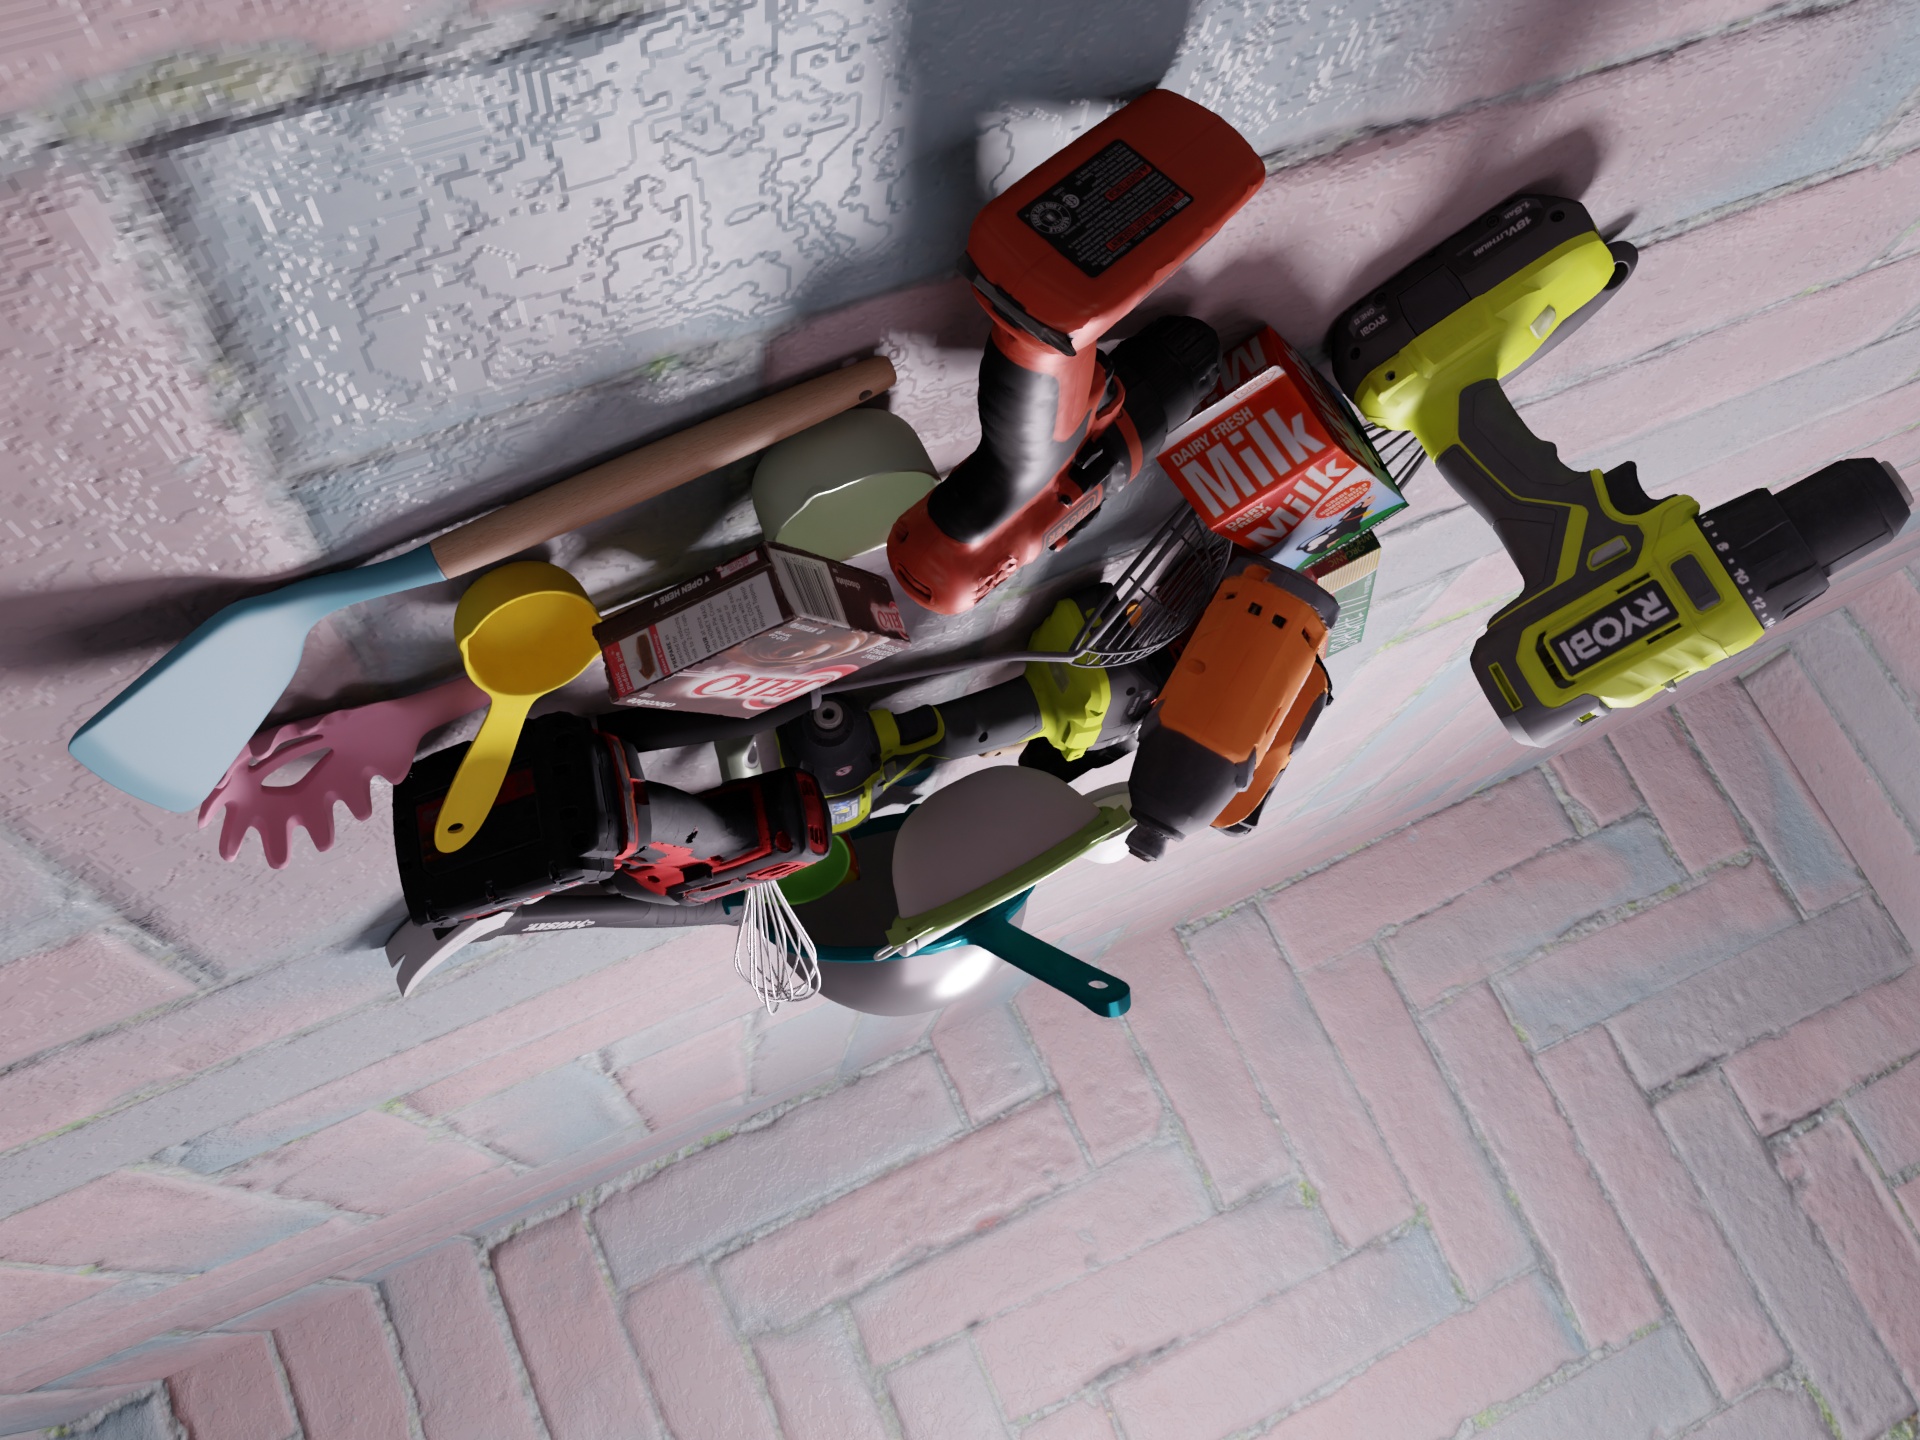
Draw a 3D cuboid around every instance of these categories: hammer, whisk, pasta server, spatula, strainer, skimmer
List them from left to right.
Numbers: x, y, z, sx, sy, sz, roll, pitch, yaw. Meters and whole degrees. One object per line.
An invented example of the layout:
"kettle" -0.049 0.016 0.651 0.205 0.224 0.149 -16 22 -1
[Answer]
"spatula" -0.165 -0.060 0.589 0.317 0.044 0.082 -25 161 -6
"pasta server" -0.175 -0.024 0.699 0.316 0.040 0.060 -24 134 -11
"hammer" -0.246 0.135 1.107 0.146 0.035 0.334 -32 163 19
"whisk" -0.124 0.096 0.983 0.059 0.058 0.246 8 133 14
"skimmer" -0.025 -0.055 0.846 0.363 0.090 0.127 -12 174 -11
"strainer" -0.001 0.166 1.112 0.211 0.095 0.341 -24 -152 -32
"strainer" 0.012 0.065 0.996 0.151 0.069 0.256 -28 -178 -1
"strainer" 0.047 0.101 1.076 0.258 0.050 0.087 -27 -163 -28
"whisk" 0.271 -0.179 0.884 0.239 0.055 0.055 -42 158 32

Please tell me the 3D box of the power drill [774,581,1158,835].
"power drill" -0.002 -0.003 0.967 0.223 0.080 0.171 -19 164 -10

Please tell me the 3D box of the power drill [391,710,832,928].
"power drill" -0.177 0.060 0.818 0.143 0.079 0.219 -18 166 23

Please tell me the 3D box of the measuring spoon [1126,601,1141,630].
"measuring spoon" 0.108 -0.056 1.088 0.021 0.011 0.116 -31 162 -13

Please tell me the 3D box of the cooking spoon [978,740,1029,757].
"cooking spoon" 0.113 0.004 1.253 0.068 0.017 0.318 -40 161 35

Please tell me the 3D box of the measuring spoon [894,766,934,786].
"measuring spoon" 0.002 0.024 1.152 0.128 0.021 0.042 -17 162 -30

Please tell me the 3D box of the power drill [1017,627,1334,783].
"power drill" 0.160 -0.009 1.171 0.188 0.080 0.226 -34 163 28

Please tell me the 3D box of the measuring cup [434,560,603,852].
"measuring cup" -0.199 -0.004 0.671 0.062 0.029 0.156 0 136 -39

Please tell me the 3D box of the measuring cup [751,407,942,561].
"measuring cup" -0.088 -0.079 0.666 0.167 0.038 0.083 -26 166 17

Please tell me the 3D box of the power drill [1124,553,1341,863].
"power drill" 0.144 0.008 0.888 0.164 0.084 0.226 -61 168 -1

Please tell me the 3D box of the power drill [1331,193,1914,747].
"power drill" 0.296 -0.125 0.742 0.190 0.229 0.080 -33 163 25

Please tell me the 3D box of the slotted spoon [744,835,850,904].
"slotted spoon" -0.179 0.075 0.961 0.070 0.031 0.313 -51 147 17
